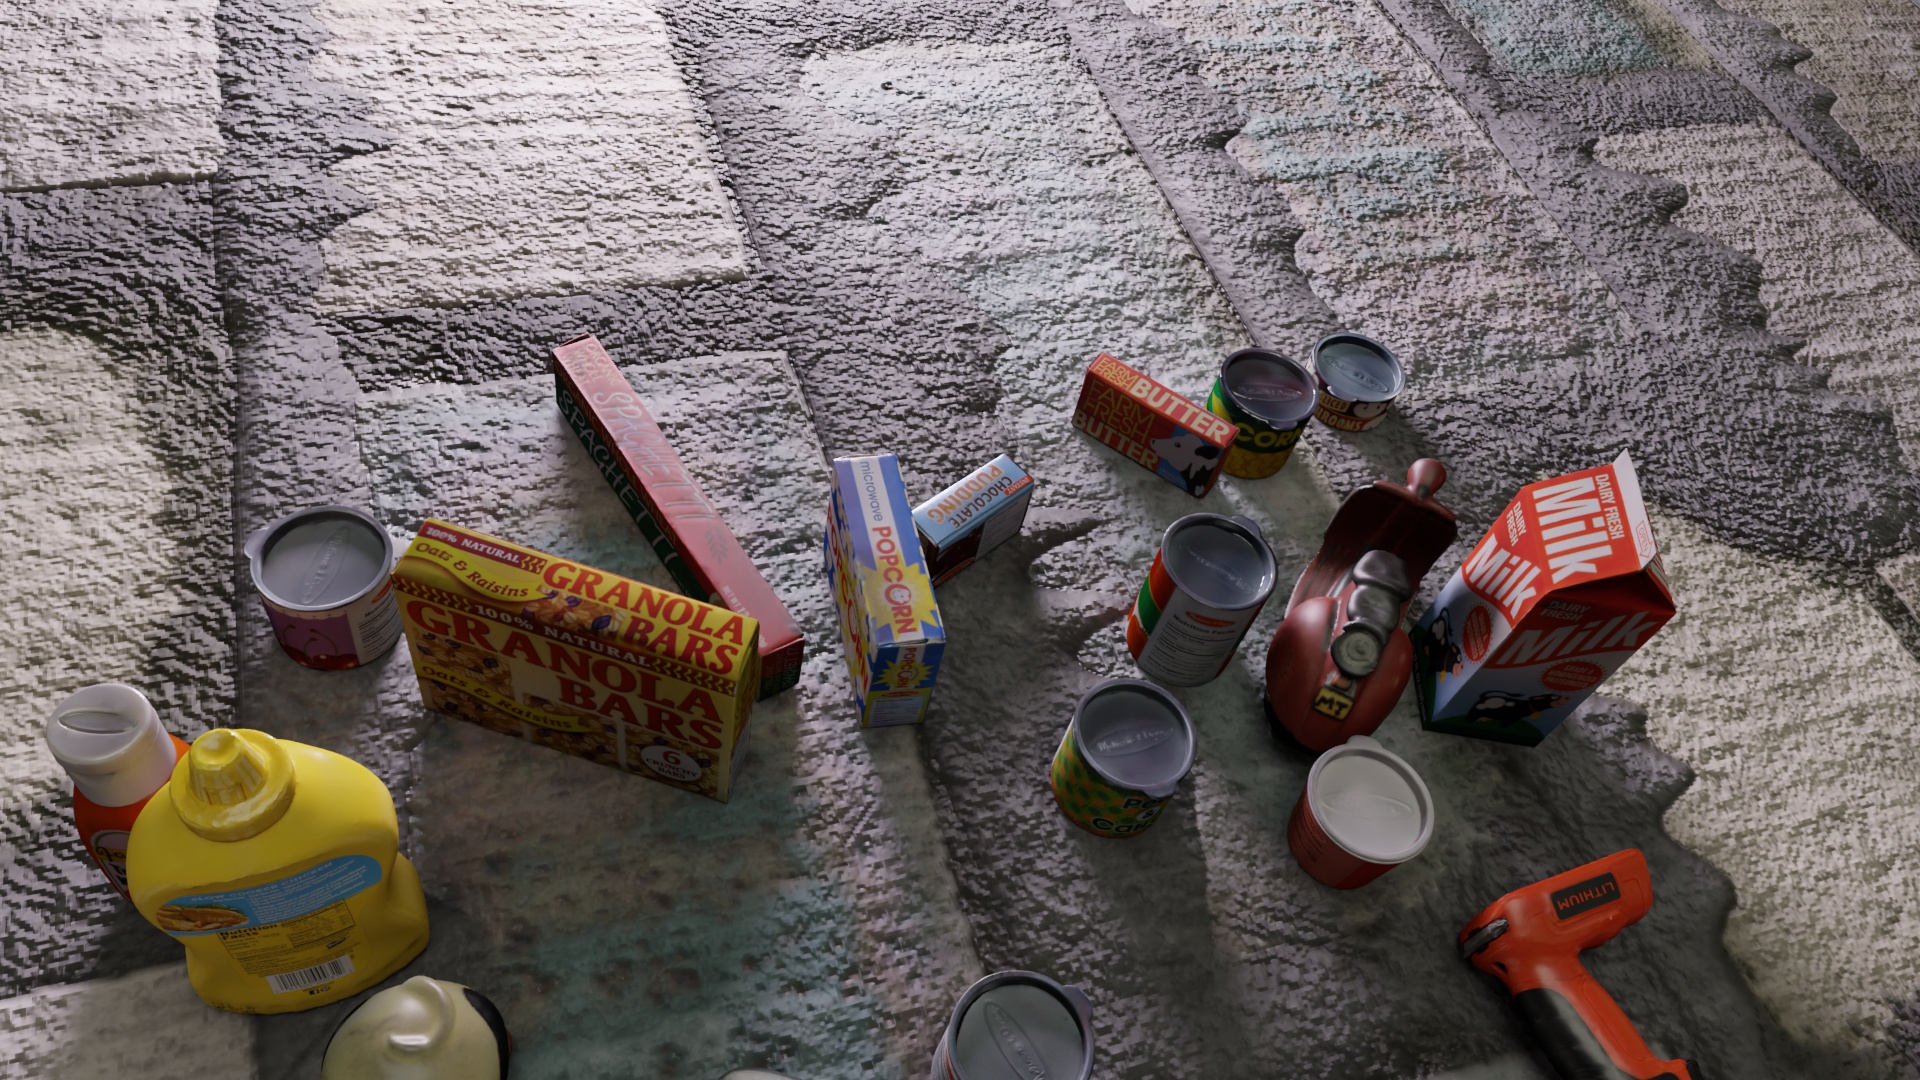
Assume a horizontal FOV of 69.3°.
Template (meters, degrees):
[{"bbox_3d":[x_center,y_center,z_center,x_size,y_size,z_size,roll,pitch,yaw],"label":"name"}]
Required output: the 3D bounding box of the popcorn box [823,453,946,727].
[{"bbox_3d":[-0.045,0.027,0.760,0.038,0.084,0.127,-5,55,-16],"label":"popcorn box"}]

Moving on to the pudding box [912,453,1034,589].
[{"bbox_3d":[0.003,-0.010,0.820,0.084,0.049,0.030,-34,66,-31],"label":"pudding box"}]

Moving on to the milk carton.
[{"bbox_3d":[0.323,0.035,0.765,0.073,0.189,0.073,9,52,-5],"label":"milk carton"}]

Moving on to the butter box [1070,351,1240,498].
[{"bbox_3d":[0.123,-0.074,0.892,0.103,0.052,0.024,32,54,13],"label":"butter box"}]

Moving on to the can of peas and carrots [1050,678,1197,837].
[{"bbox_3d":[0.086,0.118,0.735,0.071,0.058,0.071,6,52,-8],"label":"can of peas and carrots"}]

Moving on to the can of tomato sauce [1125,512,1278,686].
[{"bbox_3d":[0.136,0.033,0.794,0.071,0.082,0.071,6,52,-8],"label":"can of tomato sauce"}]

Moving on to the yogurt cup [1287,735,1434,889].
[{"bbox_3d":[0.209,0.150,0.739,0.072,0.053,0.073,6,52,-8],"label":"yogurt cup"}]

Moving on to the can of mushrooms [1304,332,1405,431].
[{"bbox_3d":[0.269,-0.109,0.962,0.071,0.033,0.071,6,52,-8],"label":"can of mushrooms"}]

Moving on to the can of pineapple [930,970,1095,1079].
[{"bbox_3d":[0.024,0.237,0.631,0.071,0.057,0.071,6,52,-8],"label":"can of pineapple"}]

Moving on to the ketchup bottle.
[{"bbox_3d":[-0.343,0.112,0.590,0.065,0.148,0.044,6,52,-8],"label":"ketchup bottle"}]

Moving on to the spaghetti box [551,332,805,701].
[{"bbox_3d":[-0.165,-0.018,0.791,0.029,0.050,0.251,-25,62,-27],"label":"spaghetti box"}]

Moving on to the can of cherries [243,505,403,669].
[{"bbox_3d":[-0.327,0.024,0.718,0.071,0.058,0.072,6,52,-8],"label":"can of cherries"}]

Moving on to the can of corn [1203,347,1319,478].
[{"bbox_3d":[0.194,-0.081,0.909,0.071,0.058,0.071,6,52,-8],"label":"can of corn"}]

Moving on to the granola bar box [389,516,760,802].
[{"bbox_3d":[-0.183,0.061,0.679,0.166,0.123,0.039,17,52,1],"label":"granola bar box"}]
